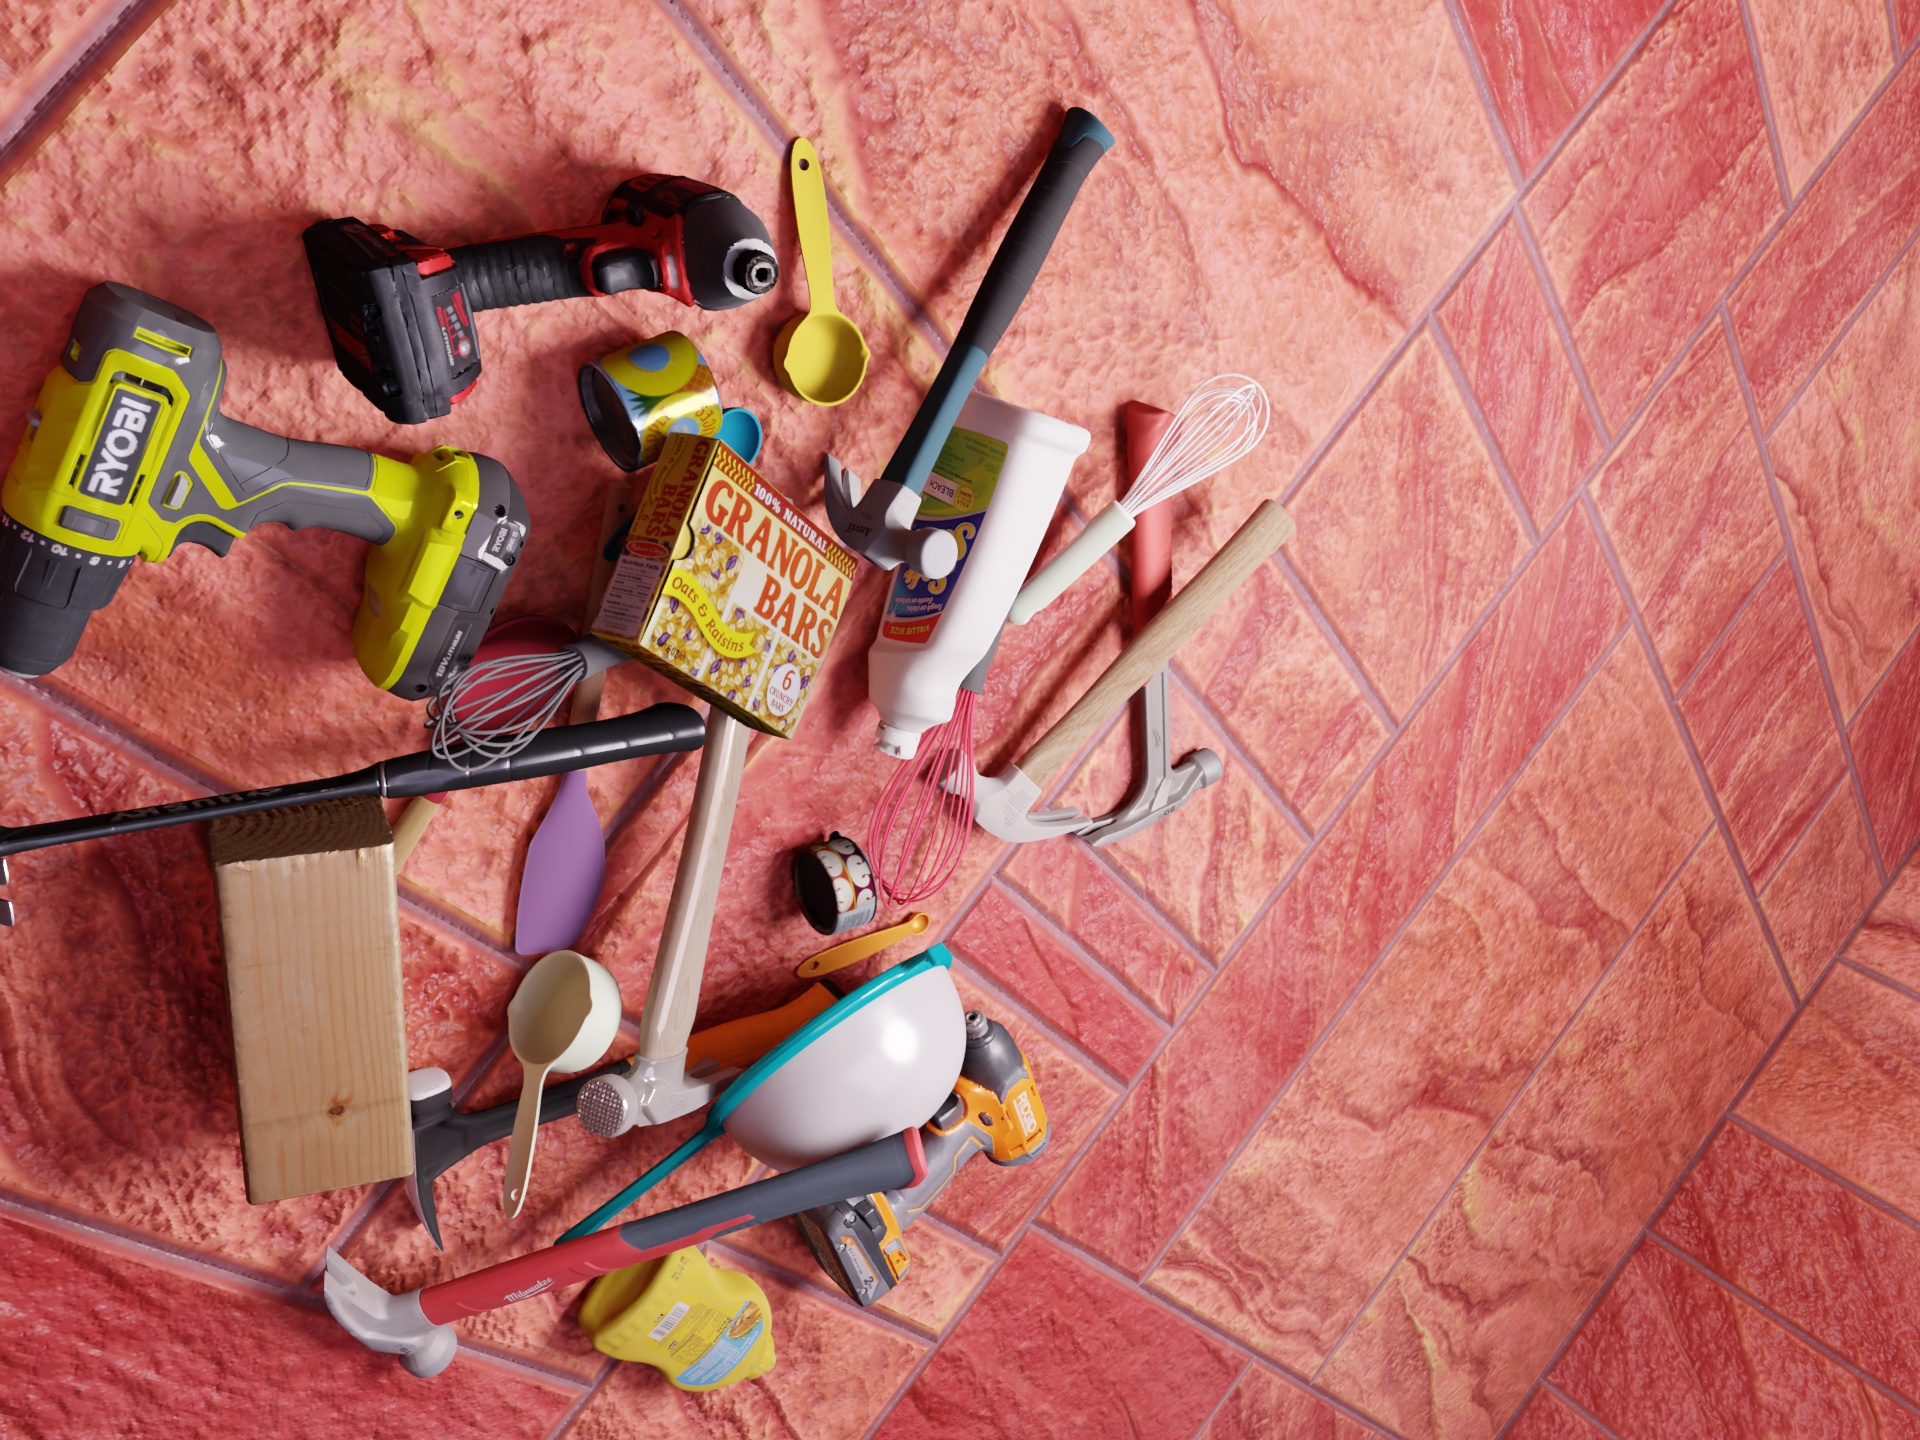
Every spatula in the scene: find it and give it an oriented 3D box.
[{"bbox_3d":[-0.234,0.005,0.992,0.059,0.018,0.315,-5,116,-42],"label":"spatula"}]

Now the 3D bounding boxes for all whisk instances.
[{"bbox_3d":[0.123,-0.156,1.150,0.246,0.059,0.058,-42,174,9],"label":"whisk"},{"bbox_3d":[-0.219,-0.030,0.906,0.239,0.055,0.055,-40,140,-59],"label":"whisk"},{"bbox_3d":[-0.002,-0.004,1.137,0.073,0.073,0.296,19,88,-43],"label":"whisk"}]

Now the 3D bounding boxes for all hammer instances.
[{"bbox_3d":[-0.322,0.034,0.845,0.408,0.149,0.036,-11,109,-36],"label":"hammer"},{"bbox_3d":[0.014,-0.246,1.013,0.033,0.128,0.331,35,79,-45],"label":"hammer"},{"bbox_3d":[-0.212,0.332,1.040,0.386,0.038,0.143,-18,135,0],"label":"hammer"},{"bbox_3d":[0.132,-0.038,1.212,0.331,0.031,0.129,-46,124,1],"label":"hammer"},{"bbox_3d":[-0.156,0.058,1.030,0.146,0.038,0.410,0,103,-66],"label":"hammer"},{"bbox_3d":[-0.222,0.256,1.118,0.336,0.034,0.127,-14,119,-34],"label":"hammer"},{"bbox_3d":[0.144,-0.073,1.249,0.149,0.037,0.358,-25,126,-28],"label":"hammer"}]

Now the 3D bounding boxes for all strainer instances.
[{"bbox_3d":[-0.120,0.296,1.120,0.340,0.095,0.211,-36,166,-12],"label":"strainer"}]

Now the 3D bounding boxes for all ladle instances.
[{"bbox_3d":[-0.327,0.068,0.942,0.069,0.031,0.315,33,91,-39],"label":"ladle"}]

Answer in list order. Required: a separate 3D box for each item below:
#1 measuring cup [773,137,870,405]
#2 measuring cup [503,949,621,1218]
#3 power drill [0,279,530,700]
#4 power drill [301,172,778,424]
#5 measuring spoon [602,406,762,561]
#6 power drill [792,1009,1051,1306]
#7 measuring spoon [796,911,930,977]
[{"bbox_3d":[-0.093,-0.271,0.968,0.062,0.029,0.156,-16,109,-33],"label":"measuring cup"},{"bbox_3d":[-0.258,0.232,1.015,0.038,0.083,0.168,31,59,-48],"label":"measuring cup"},{"bbox_3d":[-0.356,-0.090,0.804,0.228,0.080,0.190,18,103,-41],"label":"power drill"},{"bbox_3d":[-0.204,-0.226,0.813,0.219,0.143,0.078,-23,127,-26],"label":"power drill"},{"bbox_3d":[-0.172,-0.143,0.958,0.128,0.021,0.042,-46,141,-17],"label":"measuring spoon"},{"bbox_3d":[-0.030,0.345,1.292,0.226,0.084,0.164,-36,130,-25],"label":"power drill"},{"bbox_3d":[-0.075,0.170,1.215,0.117,0.011,0.021,-19,123,-27],"label":"measuring spoon"}]
